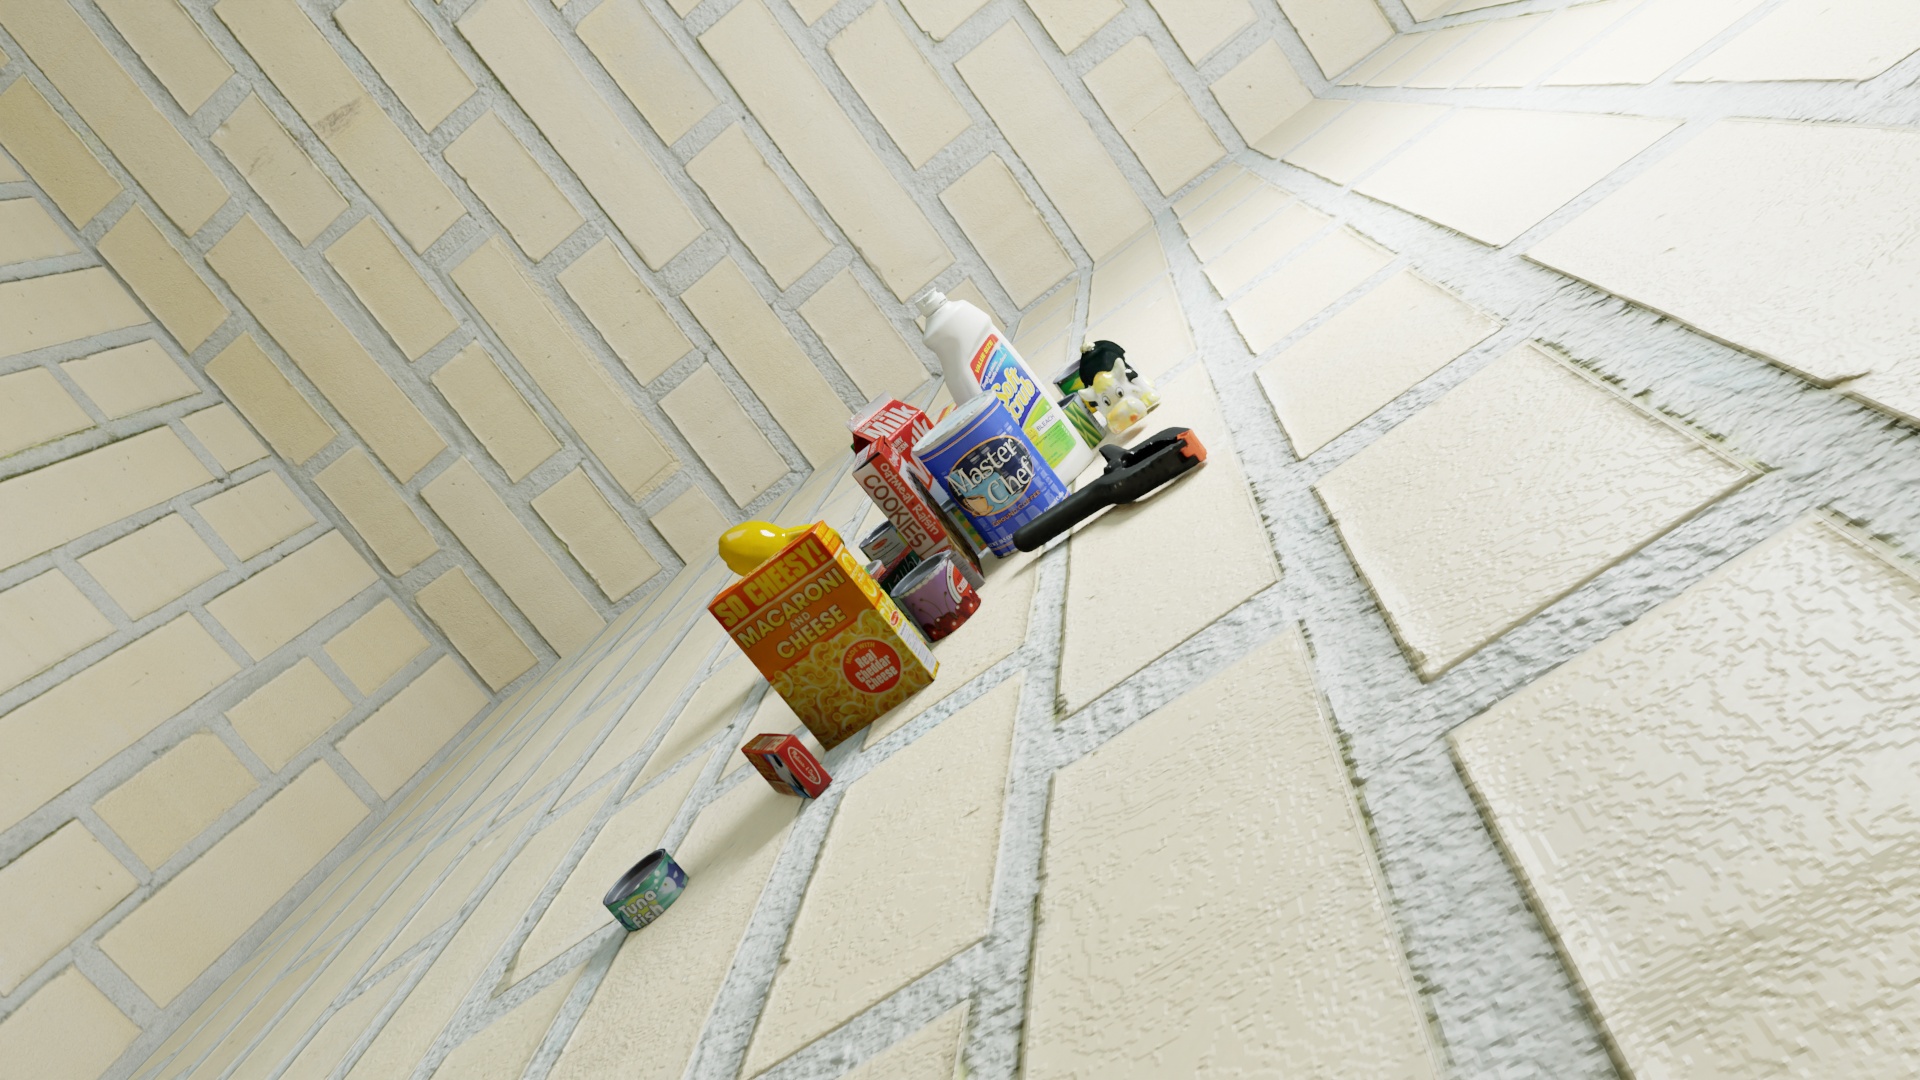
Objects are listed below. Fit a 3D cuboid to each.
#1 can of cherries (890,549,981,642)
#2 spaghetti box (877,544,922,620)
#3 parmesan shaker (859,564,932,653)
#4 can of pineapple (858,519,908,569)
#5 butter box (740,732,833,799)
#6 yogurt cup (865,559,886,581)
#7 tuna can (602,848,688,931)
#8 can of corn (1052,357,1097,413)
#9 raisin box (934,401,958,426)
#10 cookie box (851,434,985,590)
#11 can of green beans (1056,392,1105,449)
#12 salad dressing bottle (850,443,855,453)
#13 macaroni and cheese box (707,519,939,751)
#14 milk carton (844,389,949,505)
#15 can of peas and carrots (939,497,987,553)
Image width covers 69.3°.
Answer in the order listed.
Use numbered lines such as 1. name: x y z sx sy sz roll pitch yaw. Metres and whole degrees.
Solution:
1. can of cherries: -0.021 0.052 1.307 0.071 0.058 0.071 -36 11 8
2. spaghetti box: -0.081 0.075 1.427 0.028 0.050 0.251 -29 14 39
3. parmesan shaker: -0.080 0.081 1.261 0.071 0.103 0.071 -37 11 8
4. can of pineapple: -0.079 0.009 1.675 0.071 0.058 0.071 -36 11 8
5. butter box: -0.147 0.188 1.166 0.024 0.053 0.103 -43 12 -23
6. yogurt cup: -0.099 0.062 1.531 0.072 0.054 0.072 -36 11 8
7. tuna can: -0.263 0.293 1.160 0.071 0.033 0.071 -36 11 8
8. can of corn: 0.161 -0.196 1.748 0.071 0.058 0.071 -36 11 8
9. raisin box: 0.024 -0.107 1.645 0.040 0.123 0.086 -35 11 17
10. cookie box: -0.042 -0.025 1.402 0.040 0.167 0.123 -37 11 6
11. can of green beans: 0.123 -0.126 1.581 0.071 0.057 0.071 -36 11 8
12. salad dressing bottle: -0.083 -0.075 1.795 0.064 0.147 0.044 -29 14 40
13. macaroni and cheese box: -0.118 0.083 1.204 0.123 0.166 0.040 -35 11 16
14. milk carton: -0.049 -0.079 1.587 0.072 0.190 0.073 -44 12 -28
15. can of peas and carrots: 0.005 -0.019 1.515 0.071 0.058 0.071 -36 11 8
